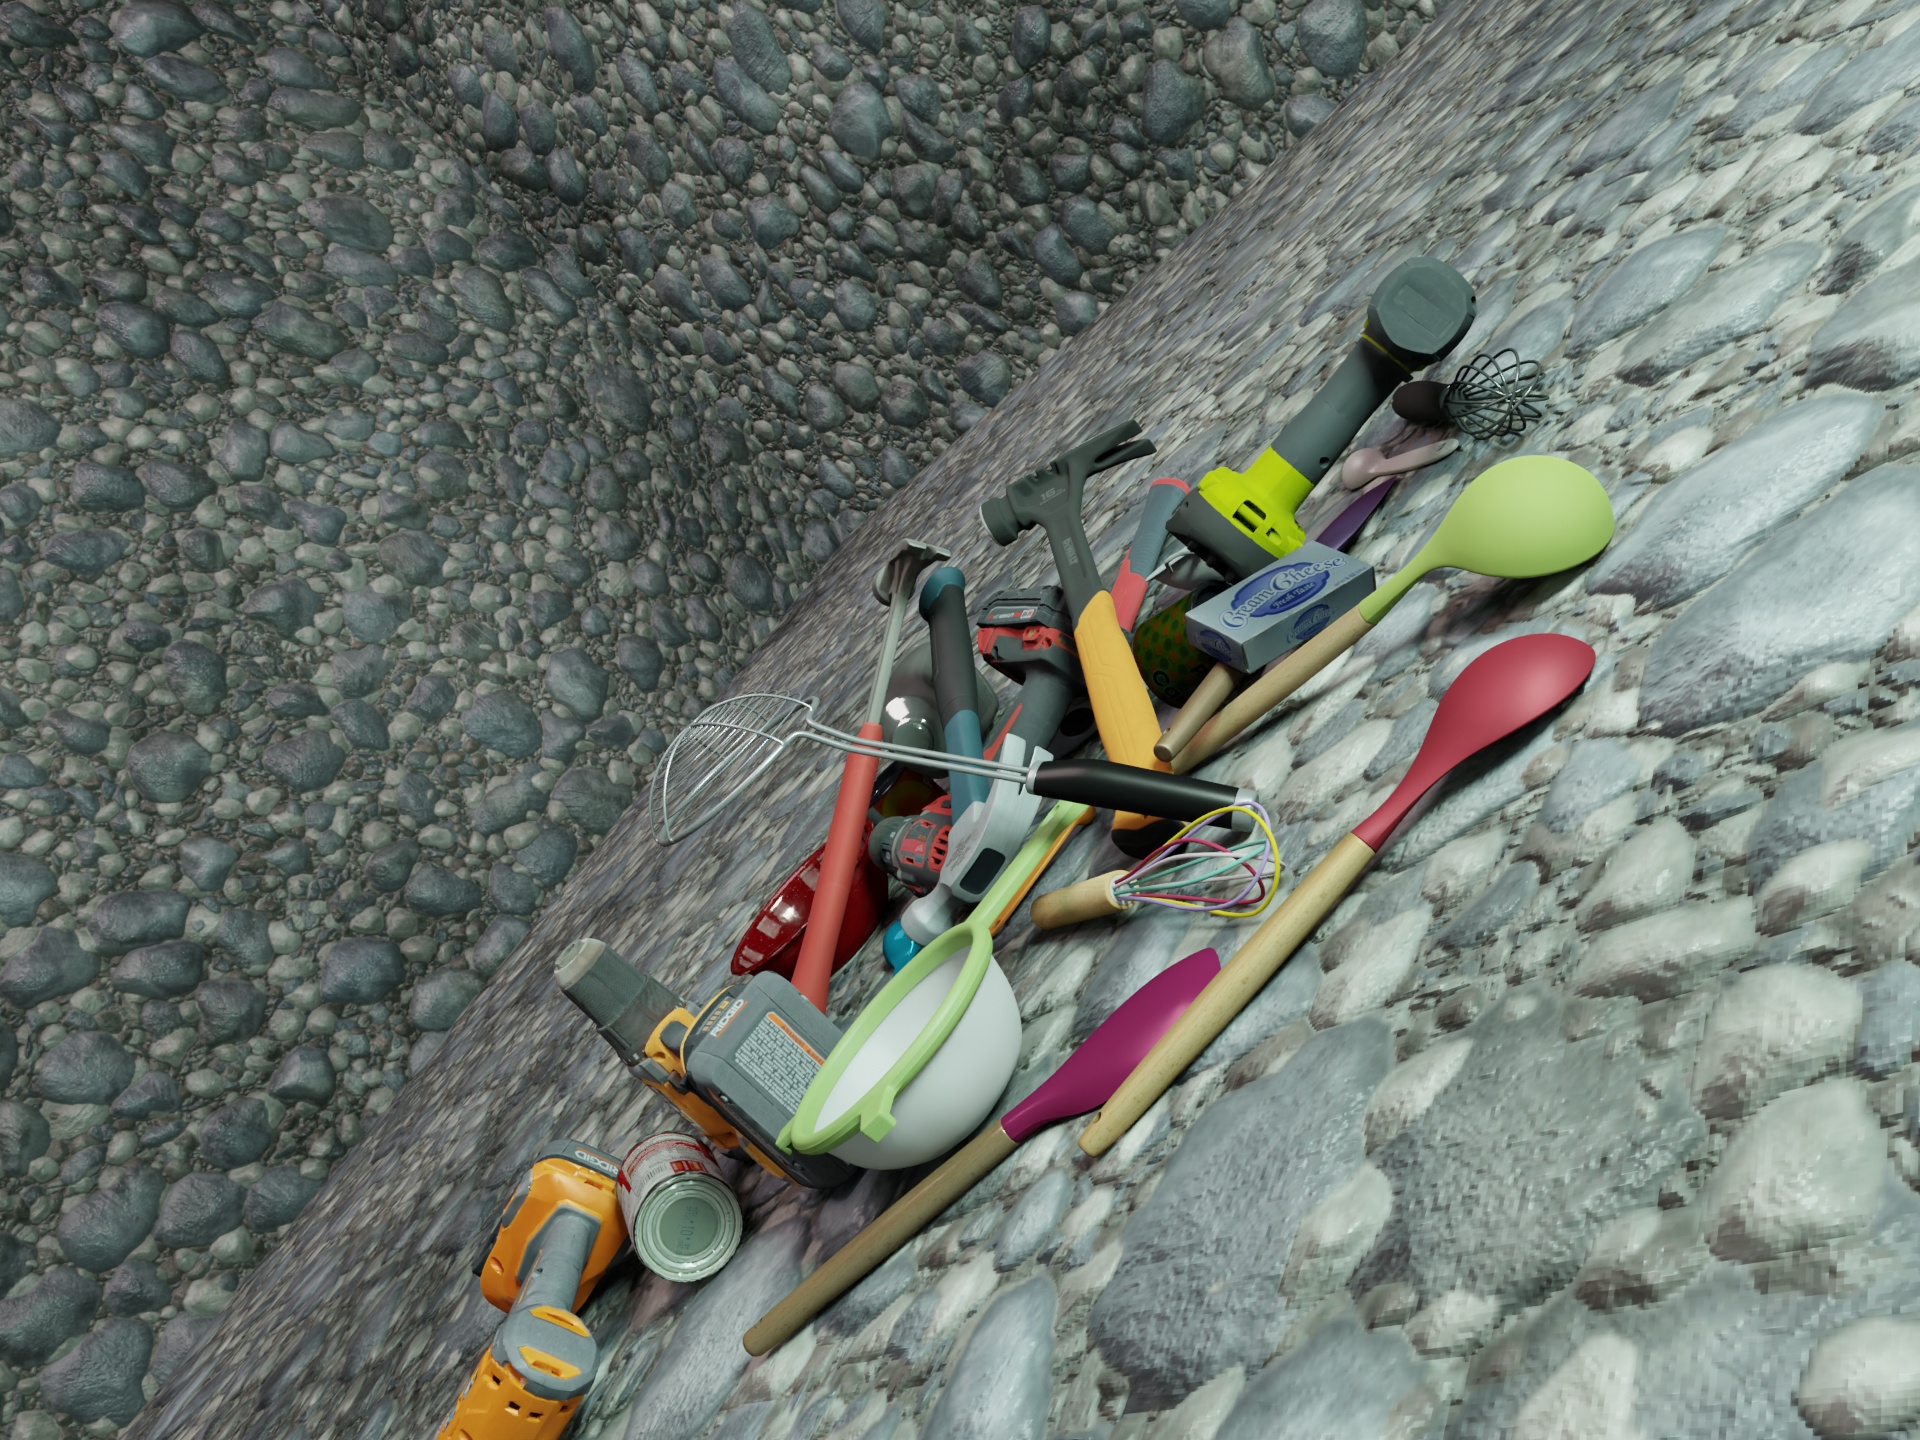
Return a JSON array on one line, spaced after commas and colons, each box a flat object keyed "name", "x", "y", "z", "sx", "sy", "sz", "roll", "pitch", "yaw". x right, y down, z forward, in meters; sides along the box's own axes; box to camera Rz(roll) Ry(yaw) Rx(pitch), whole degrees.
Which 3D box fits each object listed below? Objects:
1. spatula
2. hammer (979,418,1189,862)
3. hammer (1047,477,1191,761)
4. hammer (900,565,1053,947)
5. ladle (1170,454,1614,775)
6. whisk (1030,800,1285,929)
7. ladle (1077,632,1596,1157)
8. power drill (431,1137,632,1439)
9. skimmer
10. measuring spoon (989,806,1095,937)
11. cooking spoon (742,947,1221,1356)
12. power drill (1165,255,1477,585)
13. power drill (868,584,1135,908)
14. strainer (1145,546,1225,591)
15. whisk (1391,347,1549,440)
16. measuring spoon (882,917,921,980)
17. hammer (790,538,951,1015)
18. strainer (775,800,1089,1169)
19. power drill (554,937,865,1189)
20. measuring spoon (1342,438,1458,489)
[{"name": "spatula", "x": 0.195, "y": -0.068, "z": 0.981, "sx": 0.060, "sy": 0.018, "sz": 0.316, "roll": -34, "pitch": 10, "yaw": 49}, {"name": "hammer", "x": 0.094, "y": -0.054, "z": 0.986, "sx": 0.127, "sy": 0.034, "sz": 0.337, "roll": -28, "pitch": 44, "yaw": 18}, {"name": "hammer", "x": 0.127, "y": -0.094, "z": 1.314, "sx": 0.143, "sy": 0.038, "sz": 0.386, "roll": -40, "pitch": 14, "yaw": 35}, {"name": "hammer", "x": -0.002, "y": -0.003, "z": 1.056, "sx": 0.128, "sy": 0.033, "sz": 0.331, "roll": -52, "pitch": 25, "yaw": 27}, {"name": "ladle", "x": 0.213, "y": -0.036, "z": 0.866, "sx": 0.320, "sy": 0.062, "sz": 0.078, "roll": -44, "pitch": 12, "yaw": 44}, {"name": "whisk", "x": 0.096, "y": 0.090, "z": 0.838, "sx": 0.051, "sy": 0.047, "sz": 0.245, "roll": -39, "pitch": 4, "yaw": -27}, {"name": "ladle", "x": 0.161, "y": 0.074, "z": 0.703, "sx": 0.315, "sy": 0.031, "sz": 0.069, "roll": -48, "pitch": 13, "yaw": 1}, {"name": "power drill", "x": -0.276, "y": 0.390, "z": 1.004, "sx": 0.164, "sy": 0.084, "sz": 0.227, "roll": -58, "pitch": 13, "yaw": 15}, {"name": "skimmer", "x": -0.013, "y": 0.046, "z": 0.906, "sx": 0.363, "sy": 0.090, "sz": 0.127, "roll": 9, "pitch": 36, "yaw": 20}, {"name": "measuring spoon", "x": 0.052, "y": 0.099, "z": 1.025, "sx": 0.117, "sy": 0.011, "sz": 0.021, "roll": -52, "pitch": 13, "yaw": -8}, {"name": "cooking spoon", "x": 0.006, "y": 0.216, "z": 0.779, "sx": 0.319, "sy": 0.017, "sz": 0.069, "roll": -43, "pitch": 12, "yaw": 13}, {"name": "power drill", "x": 0.236, "y": -0.190, "z": 1.016, "sx": 0.223, "sy": 0.080, "sz": 0.171, "roll": -51, "pitch": -4, "yaw": 18}, {"name": "power drill", "x": 0.017, "y": 0.023, "z": 1.126, "sx": 0.227, "sy": 0.080, "sz": 0.188, "roll": -64, "pitch": 22, "yaw": -10}, {"name": "strainer", "x": 0.197, "y": -0.148, "z": 1.251, "sx": 0.087, "sy": 0.050, "sz": 0.258, "roll": -34, "pitch": 11, "yaw": 26}, {"name": "whisk", "x": 0.318, "y": -0.209, "z": 1.024, "sx": 0.055, "sy": 0.055, "sz": 0.239, "roll": -45, "pitch": 8, "yaw": 7}, {"name": "measuring spoon", "x": -0.049, "y": 0.172, "z": 1.088, "sx": 0.042, "sy": 0.021, "sz": 0.129, "roll": -41, "pitch": 12, "yaw": 25}, {"name": "hammer", "x": -0.073, "y": 0.051, "z": 1.125, "sx": 0.149, "sy": 0.036, "sz": 0.359, "roll": 166, "pitch": 118, "yaw": -77}, {"name": "strainer", "x": 0.013, "y": 0.147, "z": 0.860, "sx": 0.256, "sy": 0.069, "sz": 0.151, "roll": -50, "pitch": 7, "yaw": -29}, {"name": "power drill", "x": -0.154, "y": 0.202, "z": 0.979, "sx": 0.084, "sy": 0.185, "sz": 0.226, "roll": -50, "pitch": 16, "yaw": -25}, {"name": "measuring spoon", "x": 0.294, "y": -0.179, "z": 1.072, "sx": 0.034, "sy": 0.018, "sz": 0.124, "roll": -49, "pitch": 13, "yaw": -12}]
